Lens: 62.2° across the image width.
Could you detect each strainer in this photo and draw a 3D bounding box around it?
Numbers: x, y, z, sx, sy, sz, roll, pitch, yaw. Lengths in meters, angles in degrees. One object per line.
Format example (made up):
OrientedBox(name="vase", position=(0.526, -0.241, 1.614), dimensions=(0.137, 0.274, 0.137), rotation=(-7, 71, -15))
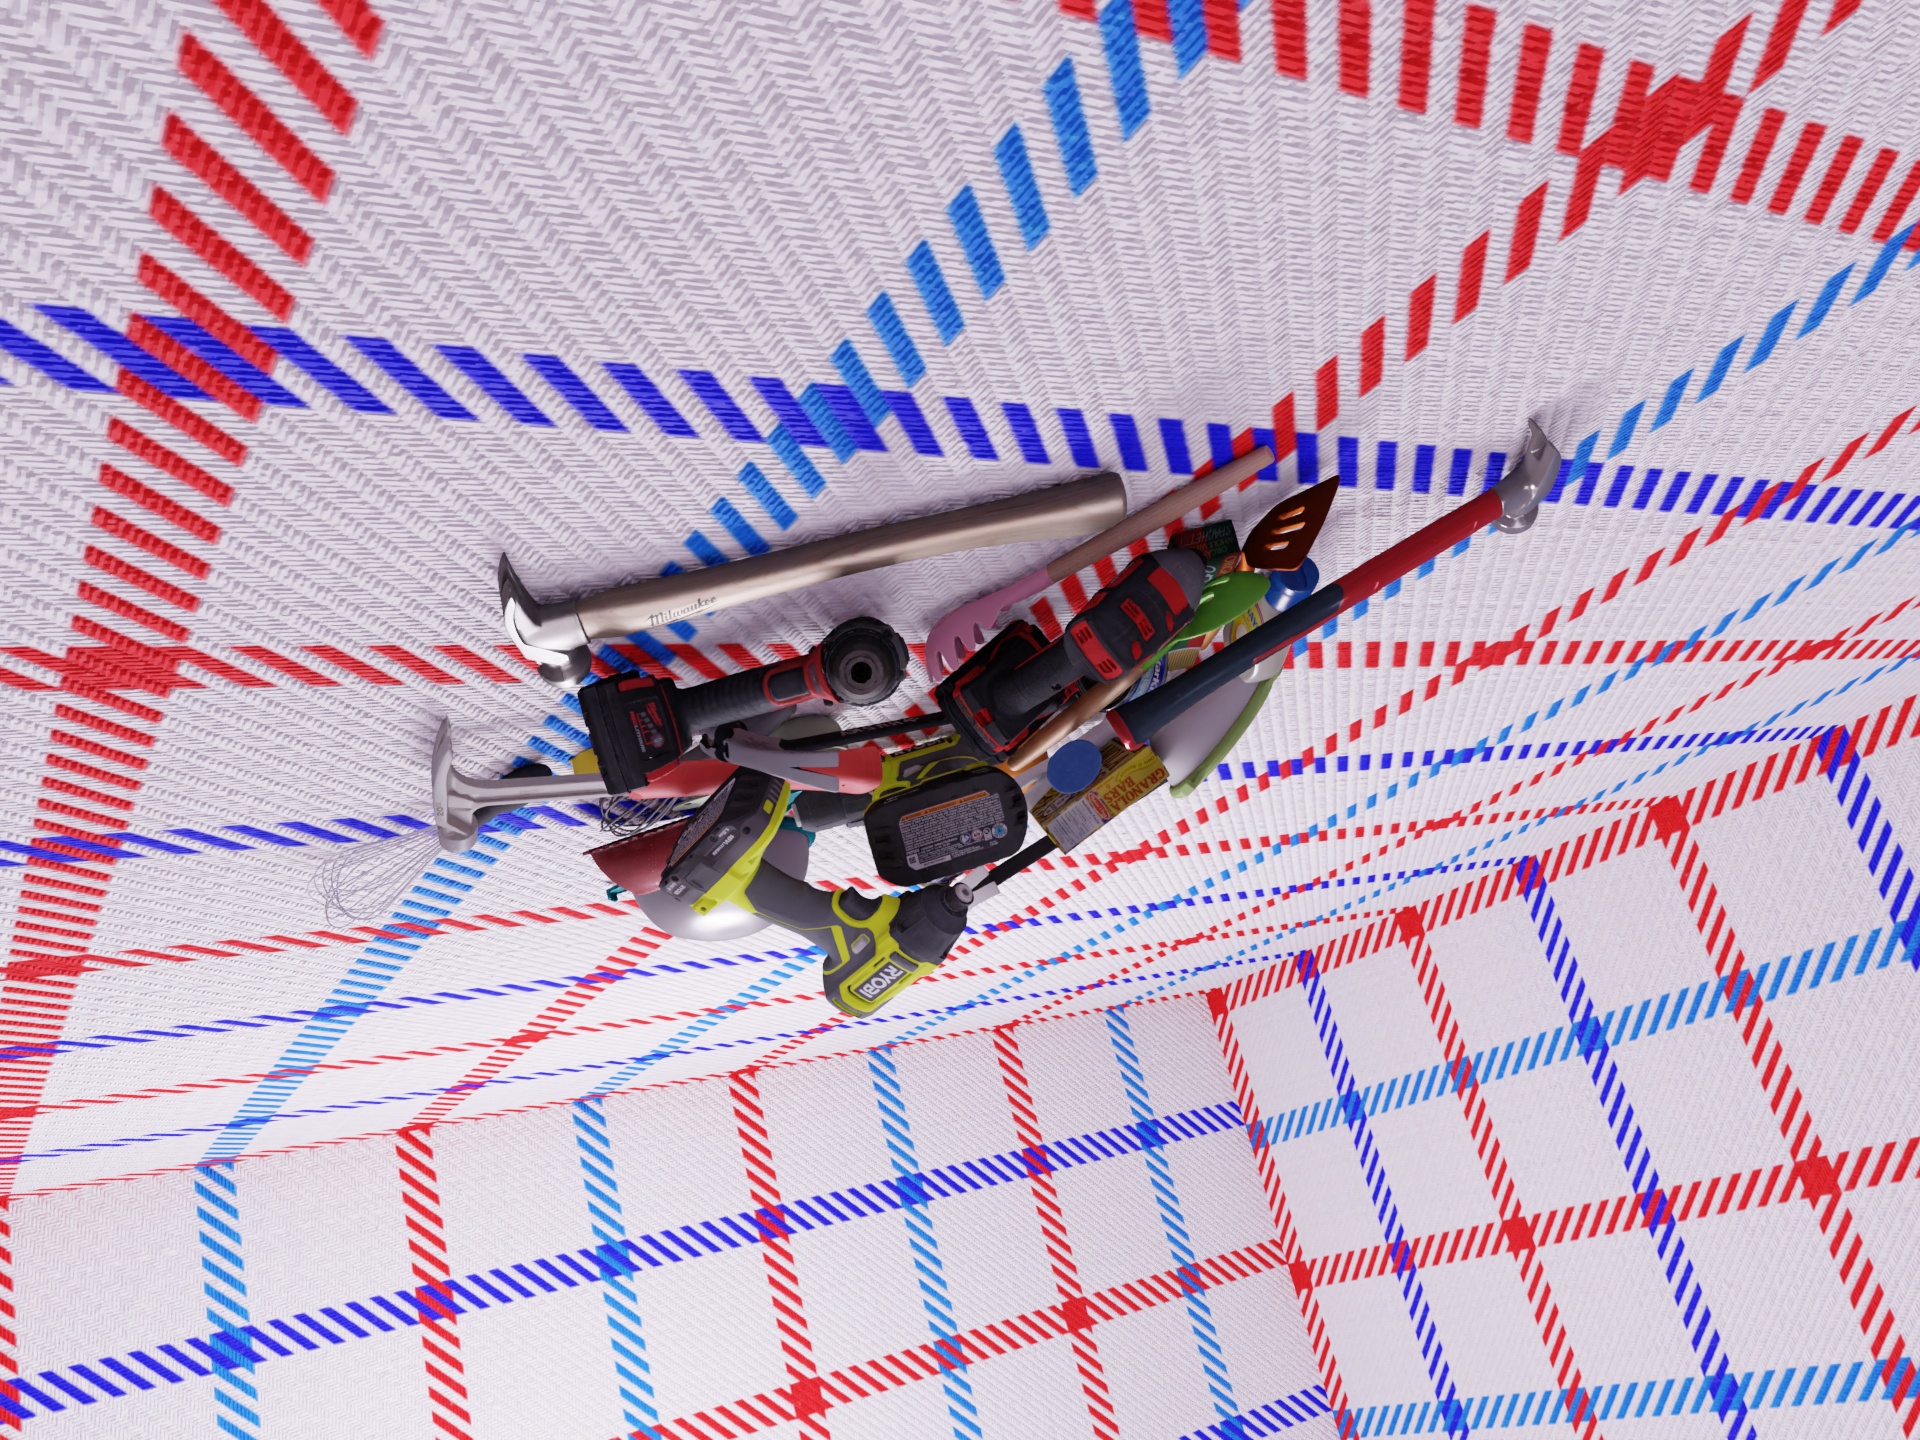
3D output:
OrientedBox(name="strainer", position=(-0.215, 0.155, 1.620), dimensions=(0.211, 0.095, 0.340), rotation=(-3, 160, -33))
OrientedBox(name="strainer", position=(0.223, -0.001, 1.568), dimensions=(0.151, 0.069, 0.256), rotation=(-53, -178, -5))

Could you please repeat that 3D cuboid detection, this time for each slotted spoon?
OrientedBox(name="slotted spoon", position=(0.127, -0.033, 1.249), dimensions=(0.313, 0.031, 0.070), rotation=(-41, -171, 46))

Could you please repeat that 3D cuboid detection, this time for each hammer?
OrientedBox(name="hammer", position=(0.124, 0.110, 1.682), dimensions=(0.335, 0.035, 0.146), rotation=(-31, 173, -19))
OrientedBox(name="hammer", position=(0.095, 0.033, 1.335), dimensions=(0.144, 0.035, 0.405), rotation=(-37, 178, 5))
OrientedBox(name="hammer", position=(-0.091, -0.108, 1.039), dimensions=(0.410, 0.038, 0.146), rotation=(-14, 161, -5))
OrientedBox(name="hammer", position=(0.282, -0.095, 1.218), dimensions=(0.386, 0.038, 0.143), rotation=(-31, 160, 0))
OrientedBox(name="hammer", position=(-0.236, 0.043, 1.278), dimensions=(0.359, 0.037, 0.149), rotation=(-3, 145, -20))
OrientedBox(name="hammer", position=(-0.002, -0.004, 1.312), dimensions=(0.409, 0.036, 0.149), rotation=(-11, -161, -37))

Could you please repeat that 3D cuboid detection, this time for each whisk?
OrientedBox(name="whisk", position=(-0.449, 0.103, 1.354), dimensions=(0.284, 0.070, 0.070), rotation=(-28, 158, 23))
OrientedBox(name="whisk", position=(-0.225, 0.037, 1.349), dimensions=(0.239, 0.055, 0.055), rotation=(-30, 157, 28))

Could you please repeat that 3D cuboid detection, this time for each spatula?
OrientedBox(name="spatula", position=(0.231, -0.107, 1.277), dimensions=(0.041, 0.081, 0.322), rotation=(25, 165, 4))

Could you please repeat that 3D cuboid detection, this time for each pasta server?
OrientedBox(name="pasta server", position=(0.093, -0.113, 1.165), dimensions=(0.316, 0.040, 0.060), rotation=(-27, -170, 29))

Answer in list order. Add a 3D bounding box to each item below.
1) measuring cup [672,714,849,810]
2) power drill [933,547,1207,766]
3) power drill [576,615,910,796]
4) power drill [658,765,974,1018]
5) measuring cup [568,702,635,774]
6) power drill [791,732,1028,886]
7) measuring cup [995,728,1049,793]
OrientedBox(name="measuring cup", position=(-0.179, 0.038, 1.387), dimensions=(0.167, 0.038, 0.083), rotation=(-19, 161, 9))
OrientedBox(name="power drill", position=(0.089, -0.056, 1.187), dimensions=(0.143, 0.078, 0.219), rotation=(-42, -174, -39))
OrientedBox(name="power drill", position=(-0.145, -0.017, 1.114), dimensions=(0.226, 0.080, 0.188), rotation=(-16, -174, -1))
OrientedBox(name="power drill", position=(-0.112, 0.137, 1.280), dimensions=(0.223, 0.080, 0.171), rotation=(34, 127, -17))
OrientedBox(name="measuring cup", position=(-0.276, 0.025, 1.289), dimensions=(0.062, 0.029, 0.156), rotation=(-6, 162, -26))
OrientedBox(name="power drill", position=(-0.046, 0.075, 1.413), dimensions=(0.190, 0.080, 0.229), rotation=(-17, -167, -10))
OrientedBox(name="measuring cup", position=(0.059, 0.031, 1.537), dimensions=(0.095, 0.052, 0.173), rotation=(-7, 162, -23))
